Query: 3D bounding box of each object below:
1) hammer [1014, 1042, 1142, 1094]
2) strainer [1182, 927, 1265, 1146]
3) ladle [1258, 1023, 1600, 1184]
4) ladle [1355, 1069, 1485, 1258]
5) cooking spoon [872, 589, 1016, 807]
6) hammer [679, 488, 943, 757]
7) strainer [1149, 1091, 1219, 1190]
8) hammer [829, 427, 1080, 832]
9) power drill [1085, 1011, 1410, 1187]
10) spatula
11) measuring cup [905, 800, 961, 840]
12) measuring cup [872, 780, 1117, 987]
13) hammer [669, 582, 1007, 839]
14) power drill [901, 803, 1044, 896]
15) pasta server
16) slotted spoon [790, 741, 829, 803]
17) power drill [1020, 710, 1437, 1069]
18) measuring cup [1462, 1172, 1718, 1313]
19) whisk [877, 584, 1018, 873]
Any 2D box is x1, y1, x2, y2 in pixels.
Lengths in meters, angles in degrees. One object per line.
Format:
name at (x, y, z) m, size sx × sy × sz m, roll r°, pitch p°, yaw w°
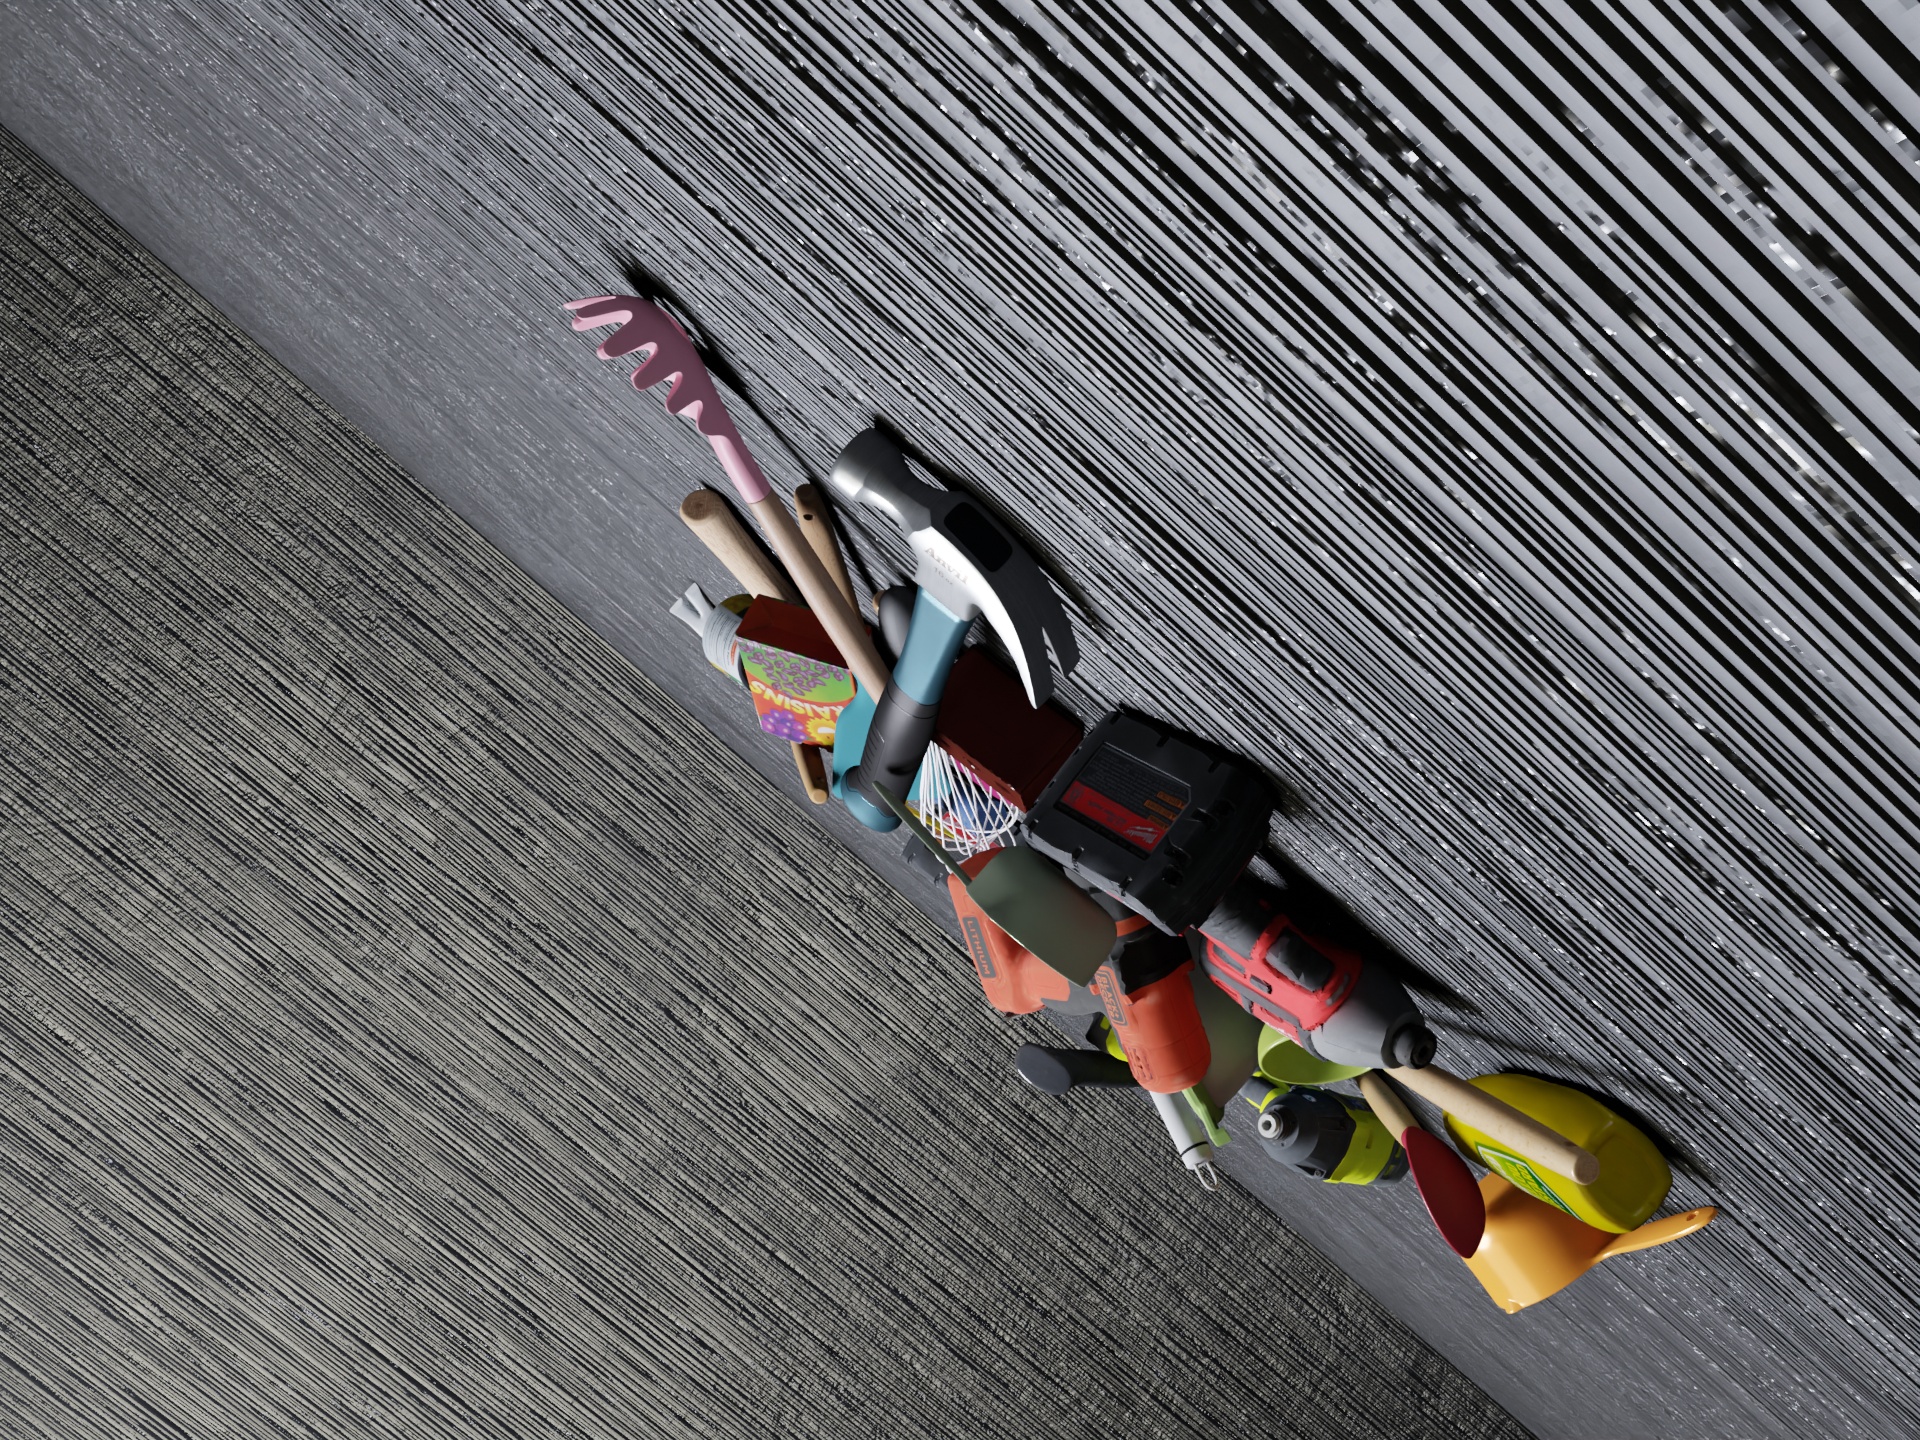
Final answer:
hammer at (0.162, 0.289, 1.327) m, size 0.149 × 0.036 × 0.408 m, roll 38°, pitch -170°, yaw 34°
strainer at (0.168, 0.174, 1.071) m, size 0.151 × 0.069 × 0.256 m, roll 65°, pitch -169°, yaw 2°
ladle at (0.233, 0.193, 0.813) m, size 0.078 × 0.062 × 0.320 m, roll 3°, pitch -179°, yaw -9°
ladle at (0.265, 0.245, 0.951) m, size 0.069 × 0.031 × 0.315 m, roll 61°, pitch -176°, yaw 3°
cooking spoon at (-0.002, -0.003, 1.032) m, size 0.069 × 0.017 × 0.318 m, roll 25°, pitch 165°, yaw 25°
hammer at (-0.102, -0.054, 1.148) m, size 0.130 × 0.031 × 0.331 m, roll 33°, pitch 168°, yaw 38°
strainer at (0.110, 0.189, 1.048) m, size 0.086 × 0.050 × 0.259 m, roll 11°, pitch -137°, yaw -45°
hammer at (-0.024, -0.014, 0.796) m, size 0.128 × 0.033 × 0.330 m, roll 39°, pitch 156°, yaw 7°
power drill at (0.206, 0.260, 1.170) m, size 0.171 × 0.080 × 0.223 m, roll 23°, pitch -175°, yaw -46°
spatula at (-0.063, -0.037, 0.958) m, size 0.082 × 0.044 × 0.317 m, roll -1°, pitch 152°, yaw 7°
measuring cup at (-0.033, 0.059, 1.242) m, size 0.062 × 0.029 × 0.156 m, roll 31°, pitch 176°, yaw 39°
measuring cup at (0.015, 0.069, 0.810) m, size 0.168 × 0.038 × 0.083 m, roll 42°, pitch -178°, yaw 34°
hammer at (-0.112, -0.006, 1.388) m, size 0.406 × 0.035 × 0.143 m, roll 32°, pitch 168°, yaw 40°
power drill at (0.043, 0.149, 1.398) m, size 0.188 × 0.080 × 0.226 m, roll 31°, pitch 170°, yaw 44°
pasta server at (-0.097, -0.092, 0.820) m, size 0.060 × 0.040 × 0.315 m, roll 42°, pitch 167°, yaw 51°
slotted spoon at (-0.126, 0.001, 1.214) m, size 0.070 × 0.031 × 0.314 m, roll 12°, pitch -164°, yaw -15°
power drill at (0.141, 0.097, 0.782) m, size 0.219 × 0.078 × 0.143 m, roll 43°, pitch 172°, yaw -36°
measuring cup at (0.324, 0.256, 0.838) m, size 0.052 × 0.095 × 0.173 m, roll 51°, pitch 152°, yaw 11°
whisk at (-0.011, 0.011, 0.967) m, size 0.070 × 0.070 × 0.284 m, roll 35°, pitch 159°, yaw 30°
